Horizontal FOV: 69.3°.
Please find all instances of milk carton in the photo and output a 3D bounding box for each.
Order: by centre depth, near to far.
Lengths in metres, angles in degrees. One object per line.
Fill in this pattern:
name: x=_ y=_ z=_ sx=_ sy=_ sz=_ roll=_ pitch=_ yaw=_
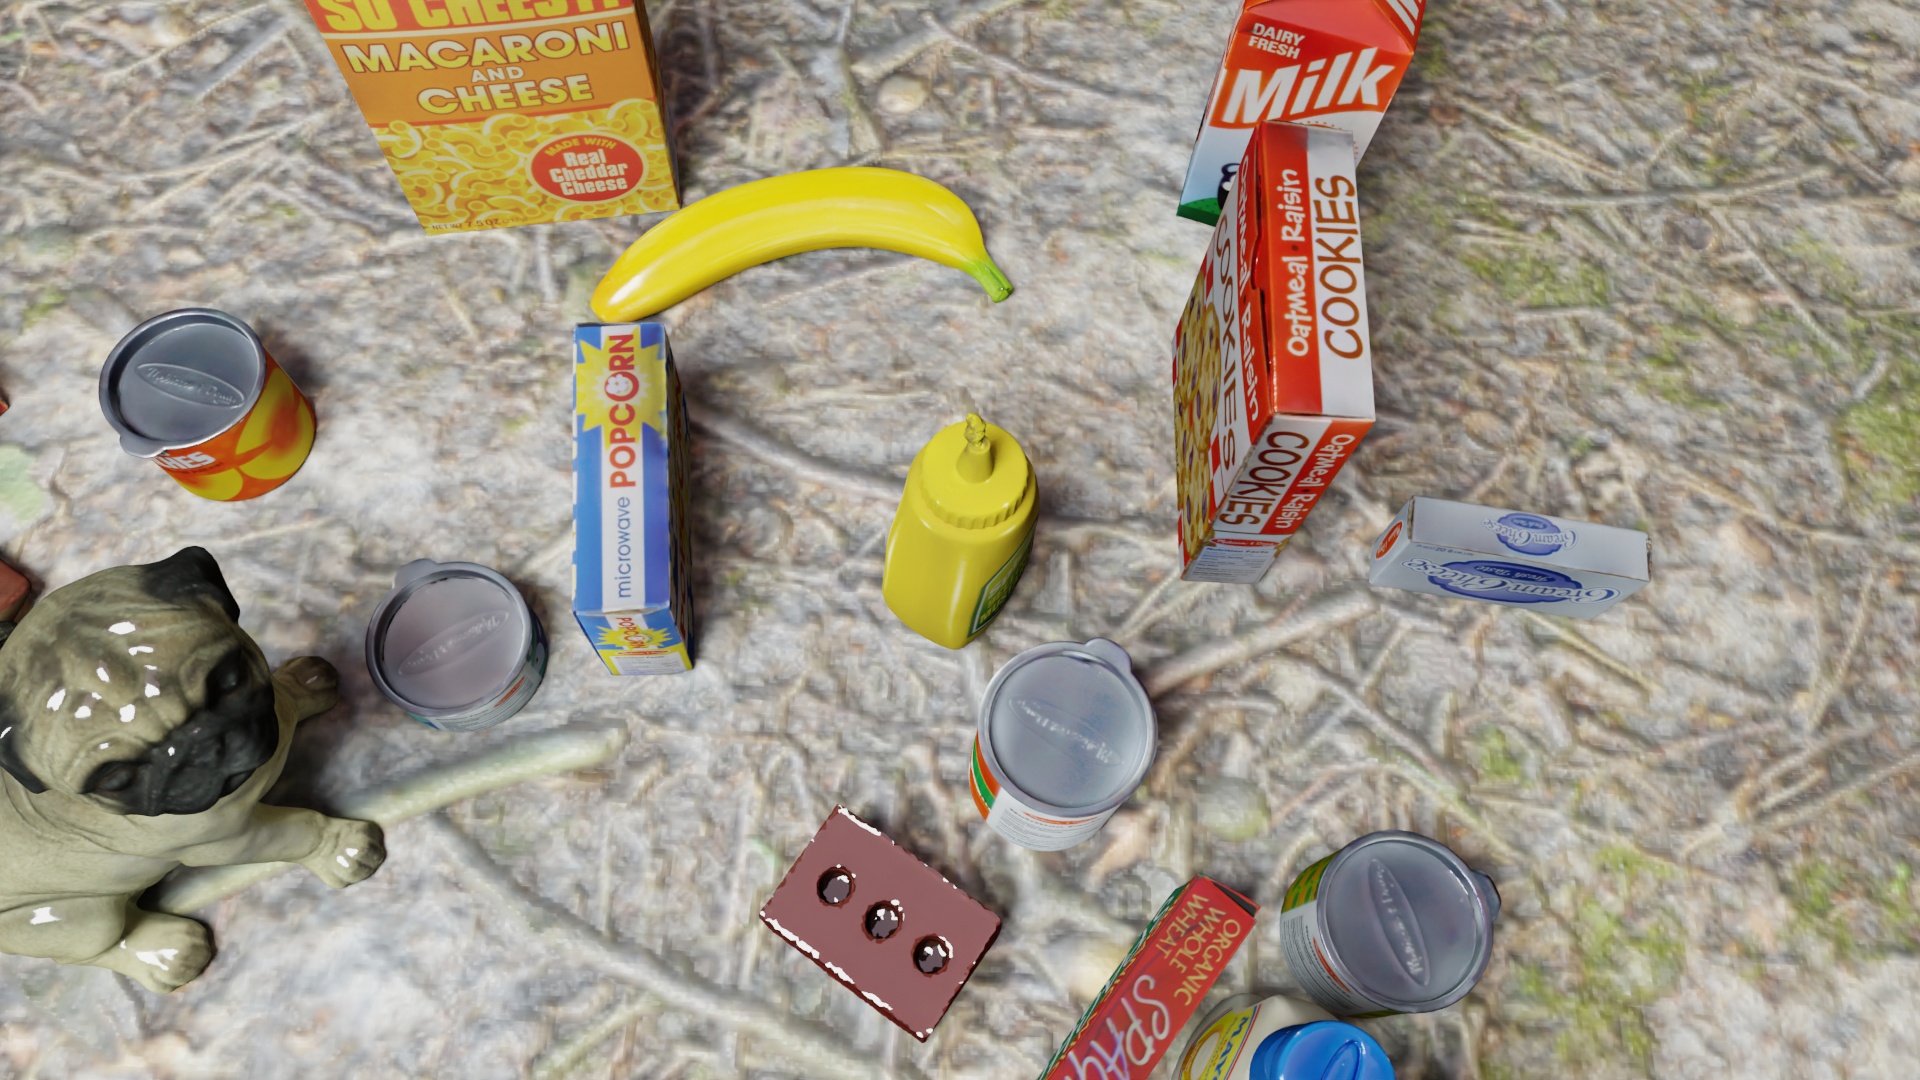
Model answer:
milk carton: x=0.155 y=-0.215 z=0.616 sx=0.073 sy=0.189 sz=0.072 roll=17 pitch=69 yaw=4

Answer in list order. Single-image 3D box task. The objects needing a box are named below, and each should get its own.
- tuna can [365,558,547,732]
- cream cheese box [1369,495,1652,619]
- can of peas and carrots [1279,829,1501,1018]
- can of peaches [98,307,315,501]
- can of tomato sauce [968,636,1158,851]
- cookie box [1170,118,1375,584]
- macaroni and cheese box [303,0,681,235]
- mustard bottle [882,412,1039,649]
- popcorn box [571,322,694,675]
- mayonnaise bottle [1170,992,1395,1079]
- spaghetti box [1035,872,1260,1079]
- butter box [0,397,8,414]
tuna can: x=-0.209 y=0.043 z=0.576 sx=0.071 sy=0.032 sz=0.071 roll=1 pitch=68 yaw=-3
cream cheese box: x=0.237 y=0.008 z=0.604 sx=0.104 sy=0.053 sz=0.024 roll=9 pitch=68 yaw=1
can of peas and carrots: x=0.165 y=0.149 z=0.540 sx=0.071 sy=0.058 sz=0.071 roll=1 pitch=68 yaw=-3
can of peaches: x=-0.322 y=-0.055 z=0.596 sx=0.071 sy=0.058 sz=0.071 roll=1 pitch=68 yaw=-3
can of tomato sauce: x=0.038 y=0.081 z=0.547 sx=0.071 sy=0.082 sz=0.071 roll=1 pitch=68 yaw=-3
cookie box: x=0.120 y=-0.068 z=0.567 sx=0.040 sy=0.166 sz=0.123 roll=3 pitch=68 yaw=-2
macaroni and cheese box: x=-0.195 y=-0.200 z=0.603 sx=0.124 sy=0.165 sz=0.040 roll=-8 pitch=69 yaw=-6
mustard bottle: x=0.002 y=-0.007 z=0.539 sx=0.049 sy=0.159 sz=0.065 roll=33 pitch=70 yaw=10
popcorn box: x=-0.134 y=-0.016 z=0.576 sx=0.038 sy=0.085 sz=0.127 roll=-4 pitch=68 yaw=-5
mayonnaise bottle: x=0.107 y=0.185 z=0.474 sx=0.041 sy=0.147 sz=0.065 roll=29 pitch=70 yaw=8
spaghetti box: x=0.024 y=0.228 z=0.505 sx=0.029 sy=0.050 sz=0.251 roll=37 pitch=71 yaw=11
butter box: x=-0.468 y=-0.092 z=0.605 sx=0.103 sy=0.053 sz=0.024 roll=40 pitch=72 yaw=12
